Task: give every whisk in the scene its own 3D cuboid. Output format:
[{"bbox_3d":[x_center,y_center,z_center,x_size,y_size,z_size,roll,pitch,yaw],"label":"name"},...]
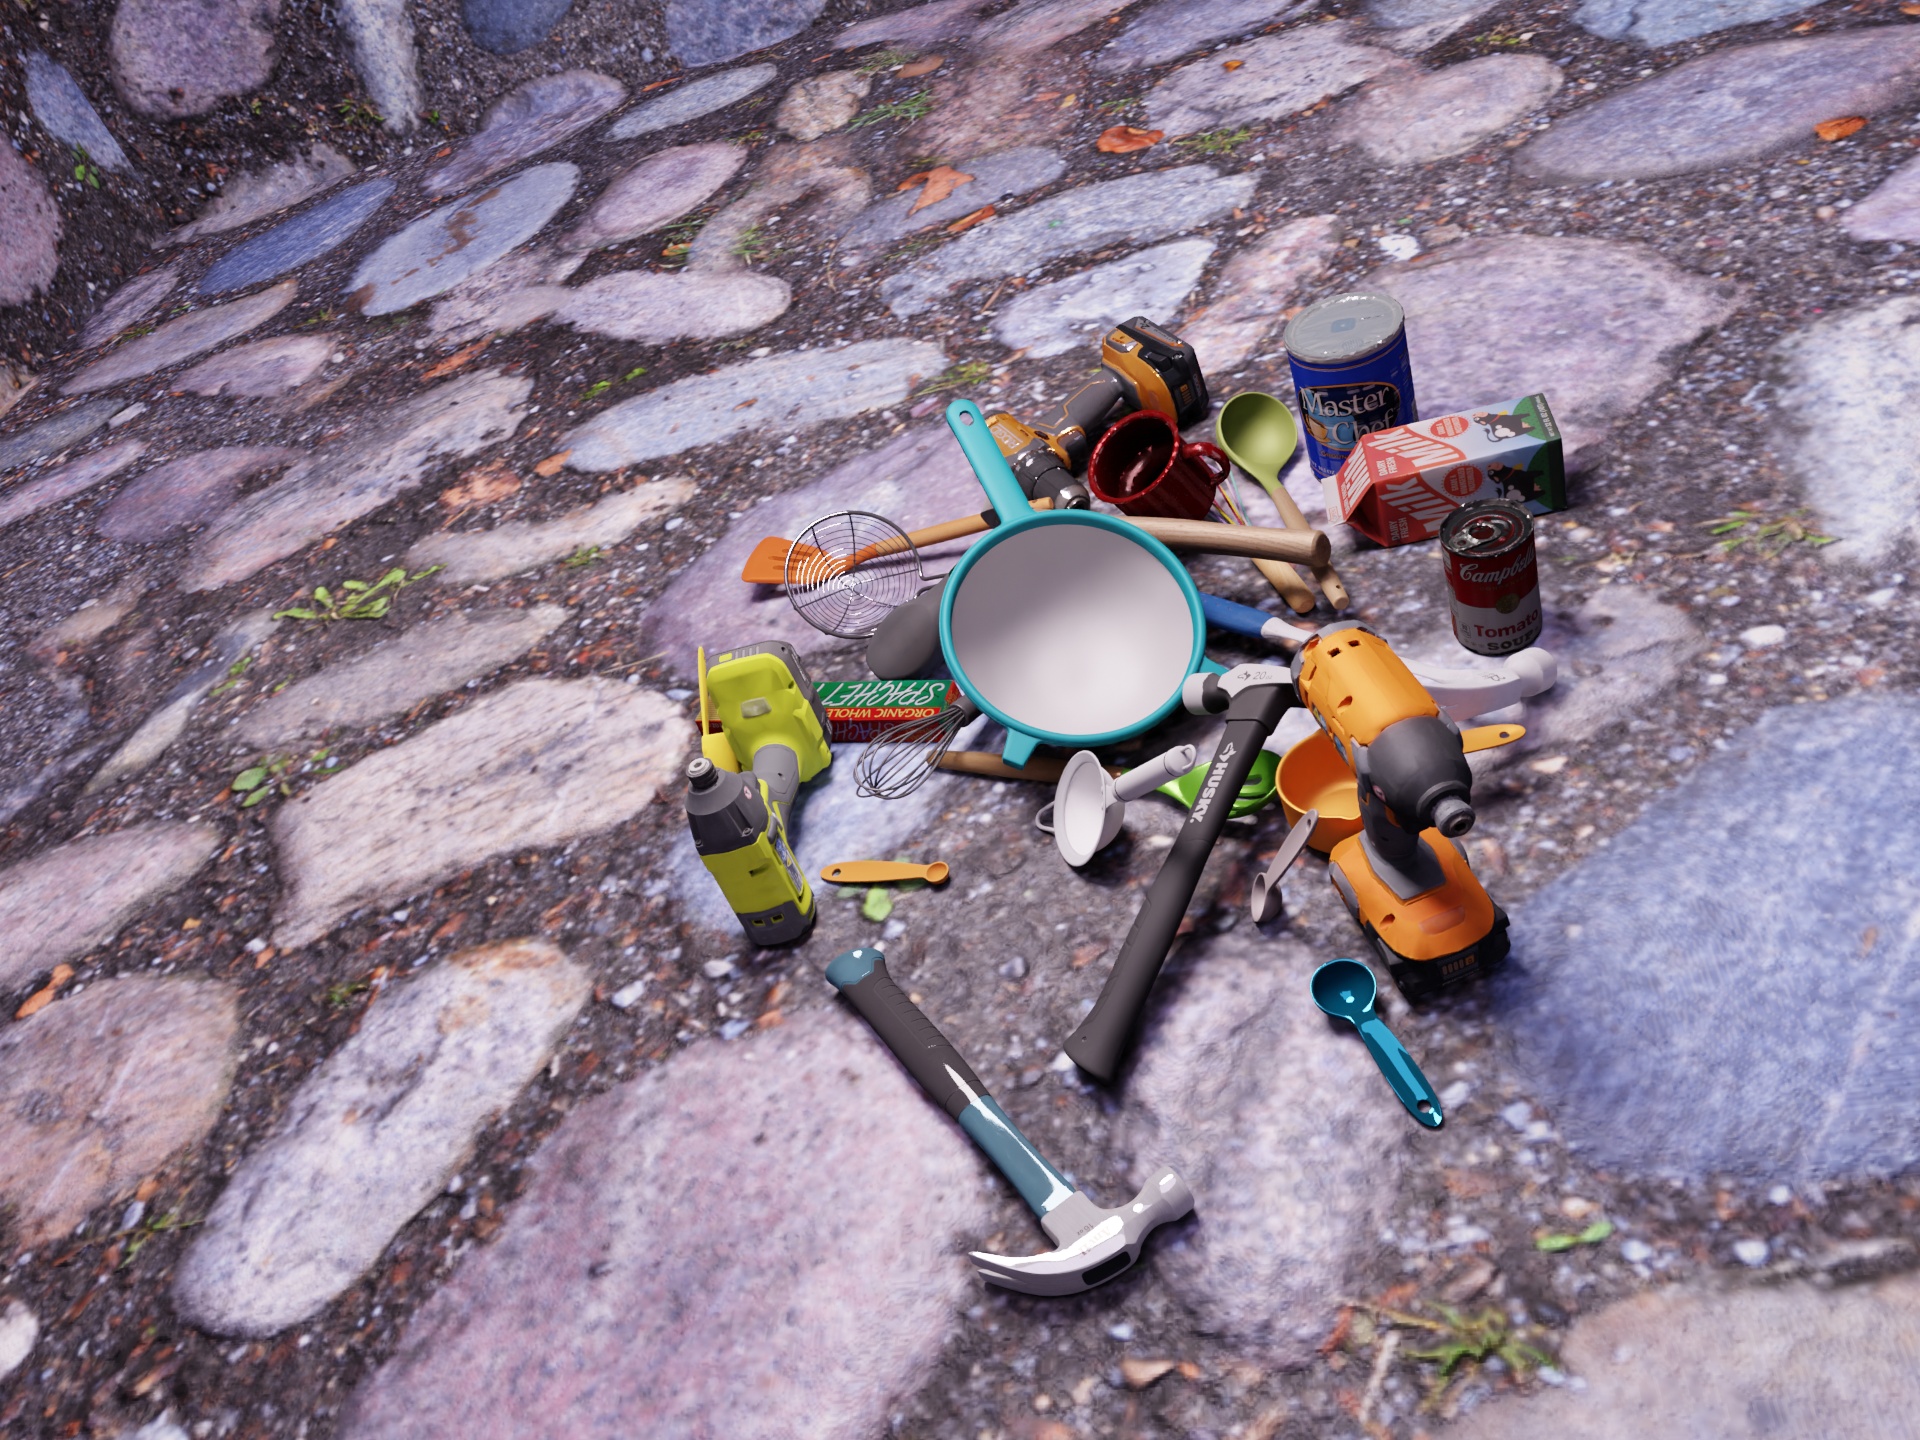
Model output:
[{"bbox_3d":[-0.002,-0.003,1.314,0.055,0.055,0.239,17,41,38],"label":"whisk"},{"bbox_3d":[0.251,-0.170,1.402,0.051,0.047,0.245,-34,43,6],"label":"whisk"}]

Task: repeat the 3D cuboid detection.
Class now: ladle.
[{"bbox_3d":[0.286,-0.194,1.372,0.078,0.062,0.320,5,34,-10],"label":"ladle"}]

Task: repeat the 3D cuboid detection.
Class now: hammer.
[{"bbox_3d":[0.004,0.250,1.056,0.128,0.033,0.331,-34,41,-15],"label":"hammer"},{"bbox_3d":[0.157,-0.162,1.356,0.331,0.130,0.031,11,79,37],"label":"hammer"},{"bbox_3d":[0.160,0.100,1.100,0.146,0.035,0.335,-1,52,49],"label":"hammer"},{"bbox_3d":[0.252,-0.071,1.264,0.144,0.035,0.406,-17,27,-38],"label":"hammer"}]

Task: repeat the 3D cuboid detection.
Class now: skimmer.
[{"bbox_3d":[0.006,-0.139,1.411,0.363,0.090,0.127,-2,71,37],"label":"skimmer"}]

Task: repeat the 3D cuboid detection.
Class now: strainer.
[{"bbox_3d":[0.062,-0.112,1.313,0.211,0.095,0.341,-20,66,-11],"label":"strainer"},{"bbox_3d":[0.116,0.051,1.125,0.050,0.258,0.087,4,76,-15],"label":"strainer"}]

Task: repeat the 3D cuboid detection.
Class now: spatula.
[{"bbox_3d":[-0.062,-0.178,1.540,0.322,0.041,0.081,-12,35,25],"label":"spatula"}]

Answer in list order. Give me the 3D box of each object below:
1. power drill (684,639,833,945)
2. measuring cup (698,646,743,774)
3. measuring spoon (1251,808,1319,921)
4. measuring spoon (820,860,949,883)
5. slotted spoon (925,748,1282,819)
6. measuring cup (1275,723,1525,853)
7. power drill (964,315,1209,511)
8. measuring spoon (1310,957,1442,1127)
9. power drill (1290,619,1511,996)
[{"bbox_3d":[-0.162,0.043,1.262,0.080,0.171,0.223,-14,37,11],"label":"power drill"},{"bbox_3d":[-0.212,-0.003,1.398,0.029,0.062,0.157,-10,58,-2],"label":"measuring cup"},{"bbox_3d":[0.222,0.097,1.064,0.018,0.124,0.034,9,52,-7],"label":"measuring spoon"},{"bbox_3d":[-0.060,0.121,1.250,0.117,0.011,0.021,-3,45,28],"label":"measuring spoon"},{"bbox_3d":[0.106,0.041,1.245,0.314,0.031,0.070,5,47,32],"label":"slotted spoon"},{"bbox_3d":[0.313,0.043,1.124,0.173,0.052,0.095,-14,40,8],"label":"measuring cup"},{"bbox_3d":[0.133,-0.288,1.560,0.226,0.084,0.186,-34,43,-7],"label":"power drill"},{"bbox_3d":[0.264,0.205,0.999,0.042,0.021,0.129,-26,49,-3],"label":"measuring spoon"},{"bbox_3d":[0.275,0.067,0.976,0.084,0.226,0.164,-23,40,0],"label":"power drill"}]
